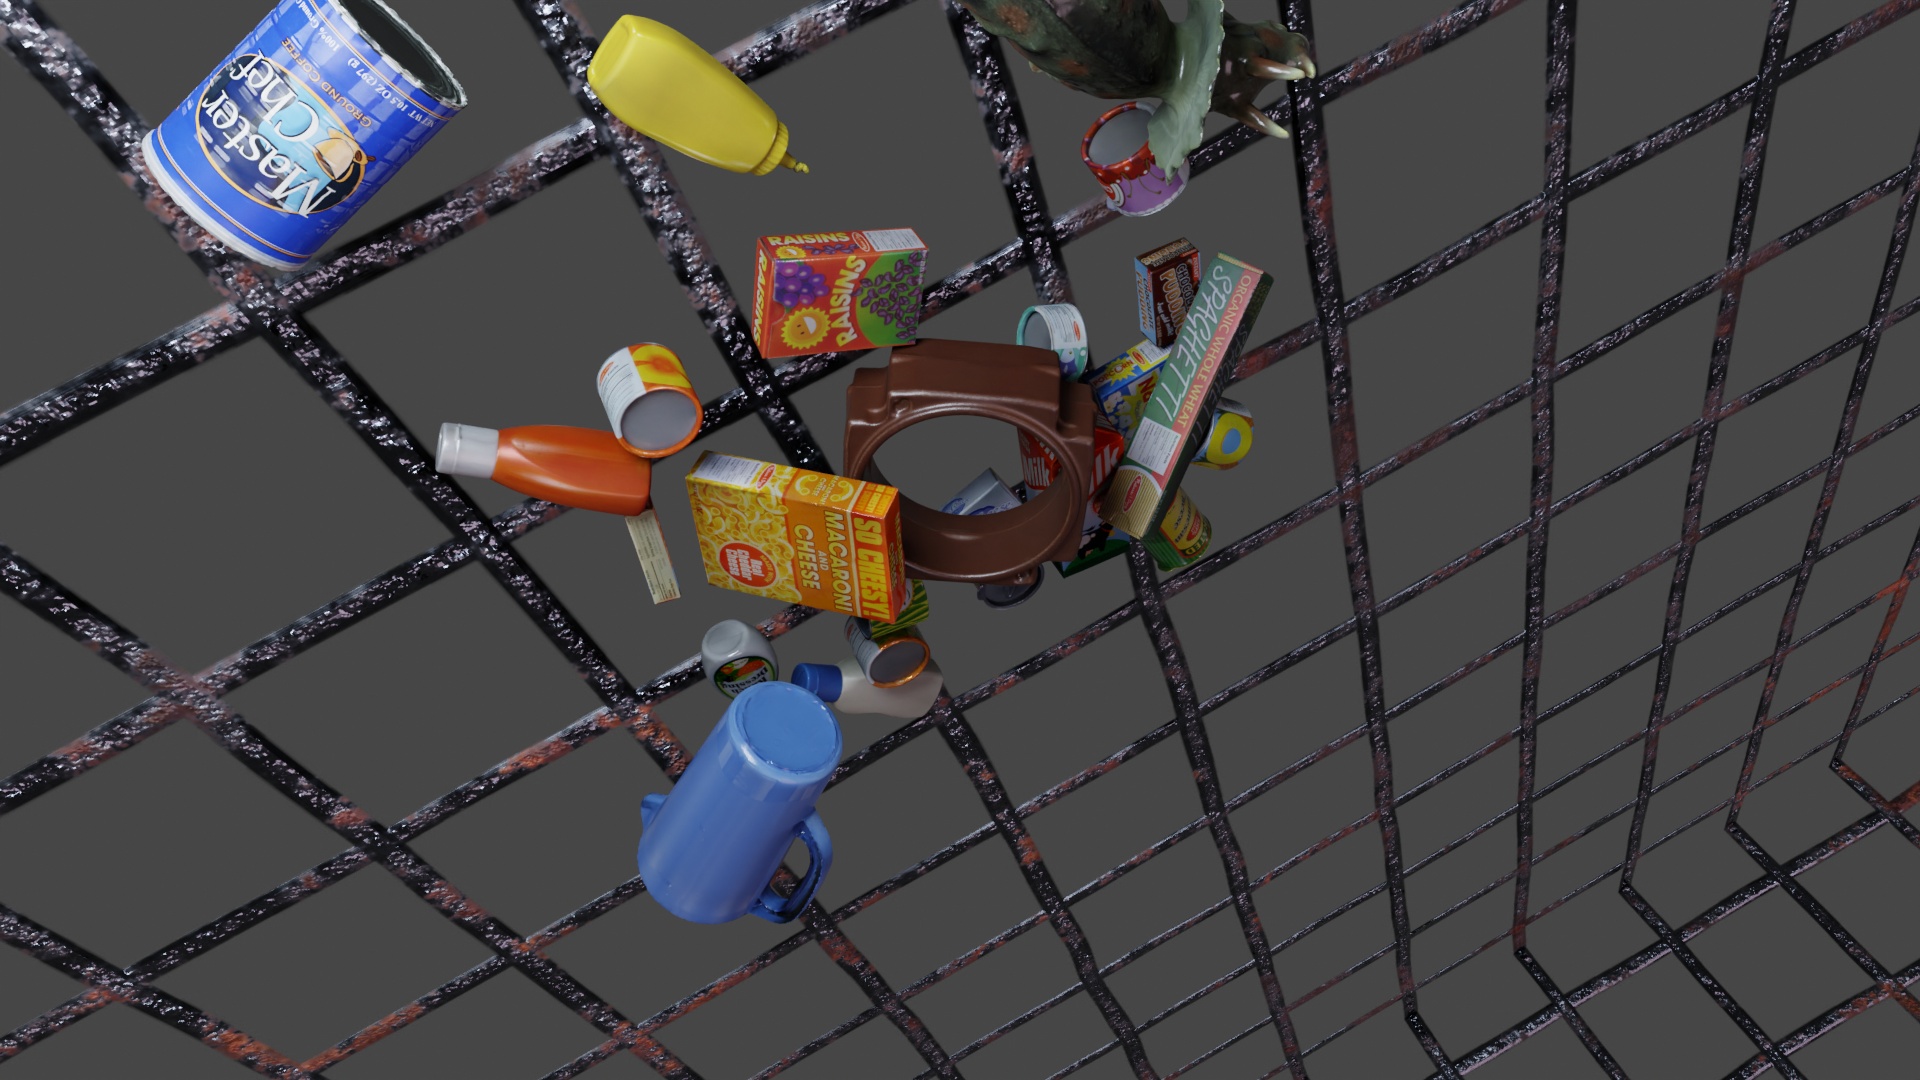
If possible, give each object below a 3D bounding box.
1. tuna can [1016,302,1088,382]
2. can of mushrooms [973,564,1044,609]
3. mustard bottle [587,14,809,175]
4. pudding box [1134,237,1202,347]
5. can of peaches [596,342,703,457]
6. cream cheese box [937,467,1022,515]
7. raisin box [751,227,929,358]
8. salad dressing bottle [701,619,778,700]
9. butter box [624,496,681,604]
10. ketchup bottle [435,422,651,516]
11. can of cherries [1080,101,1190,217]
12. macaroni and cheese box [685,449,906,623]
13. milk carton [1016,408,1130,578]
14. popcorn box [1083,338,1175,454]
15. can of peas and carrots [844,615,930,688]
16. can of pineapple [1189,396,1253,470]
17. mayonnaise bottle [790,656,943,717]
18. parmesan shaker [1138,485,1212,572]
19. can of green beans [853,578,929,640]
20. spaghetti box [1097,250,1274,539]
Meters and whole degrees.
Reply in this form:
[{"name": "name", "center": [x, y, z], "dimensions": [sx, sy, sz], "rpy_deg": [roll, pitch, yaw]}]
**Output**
[{"name": "tuna can", "center": [0.074, -0.161, 1.148], "dimensions": [0.033, 0.071, 0.070], "rpy_deg": [-7, 132, -24]}, {"name": "can of mushrooms", "center": [0.042, 0.032, 1.333], "dimensions": [0.071, 0.033, 0.070], "rpy_deg": [-17, 137, -17]}, {"name": "mustard bottle", "center": [-0.162, -0.277, 0.907], "dimensions": [0.160, 0.049, 0.065], "rpy_deg": [24, 115, -44]}, {"name": "pudding box", "center": [0.179, -0.212, 1.188], "dimensions": [0.050, 0.030, 0.083], "rpy_deg": [-24, 138, -11]}, {"name": "can of peaches", "center": [-0.227, -0.103, 1.025], "dimensions": [0.071, 0.058, 0.070], "rpy_deg": [-16, 135, -17]}, {"name": "cream cheese box", "center": [0.005, -0.016, 1.271], "dimensions": [0.103, 0.024, 0.053], "rpy_deg": [-39, 137, 7]}, {"name": "raisin box", "center": [-0.091, -0.186, 1.043], "dimensions": [0.124, 0.040, 0.085], "rpy_deg": [-9, 134, -23]}, {"name": "salad dressing bottle", "center": [-0.190, 0.131, 1.278], "dimensions": [0.064, 0.044, 0.147], "rpy_deg": [-24, 139, -1]}, {"name": "butter box", "center": [-0.250, -0.003, 1.109], "dimensions": [0.024, 0.053, 0.103], "rpy_deg": [-18, 136, -11]}, {"name": "ketchup bottle", "center": [-0.305, -0.058, 1.021], "dimensions": [0.149, 0.065, 0.043], "rpy_deg": [9, 140, -26]}, {"name": "can of cherries", "center": [0.131, -0.289, 1.059], "dimensions": [0.071, 0.072, 0.058], "rpy_deg": [-40, 138, 8]}, {"name": "macaroni and cheese box", "center": [-0.129, -0.003, 1.120], "dimensions": [0.166, 0.040, 0.123], "rpy_deg": [11, 136, 13]}, {"name": "milk carton", "center": [0.102, -0.062, 1.250], "dimensions": [0.073, 0.072, 0.189], "rpy_deg": [-23, 137, -11]}, {"name": "popcorn box", "center": [0.171, -0.119, 1.264], "dimensions": [0.085, 0.038, 0.126], "rpy_deg": [-32, 138, -3]}, {"name": "can of peas and carrots", "center": [-0.067, 0.096, 1.308], "dimensions": [0.071, 0.059, 0.070], "rpy_deg": [-17, 136, -17]}, {"name": "can of pineapple", "center": [0.217, -0.096, 1.233], "dimensions": [0.058, 0.071, 0.070], "rpy_deg": [10, 124, -39]}, {"name": "mayonnaise bottle", "center": [-0.092, 0.140, 1.349], "dimensions": [0.148, 0.041, 0.064], "rpy_deg": [8, 123, -34]}, {"name": "parmesan shaker", "center": [0.193, -0.023, 1.344], "dimensions": [0.071, 0.071, 0.103], "rpy_deg": [-39, 138, 7]}, {"name": "can of green beans", "center": [-0.067, 0.050, 1.259], "dimensions": [0.058, 0.071, 0.071], "rpy_deg": [-18, 136, -16]}, {"name": "spaghetti box", "center": [0.192, -0.121, 1.189], "dimensions": [0.029, 0.050, 0.249], "rpy_deg": [4, 113, -55]}]
